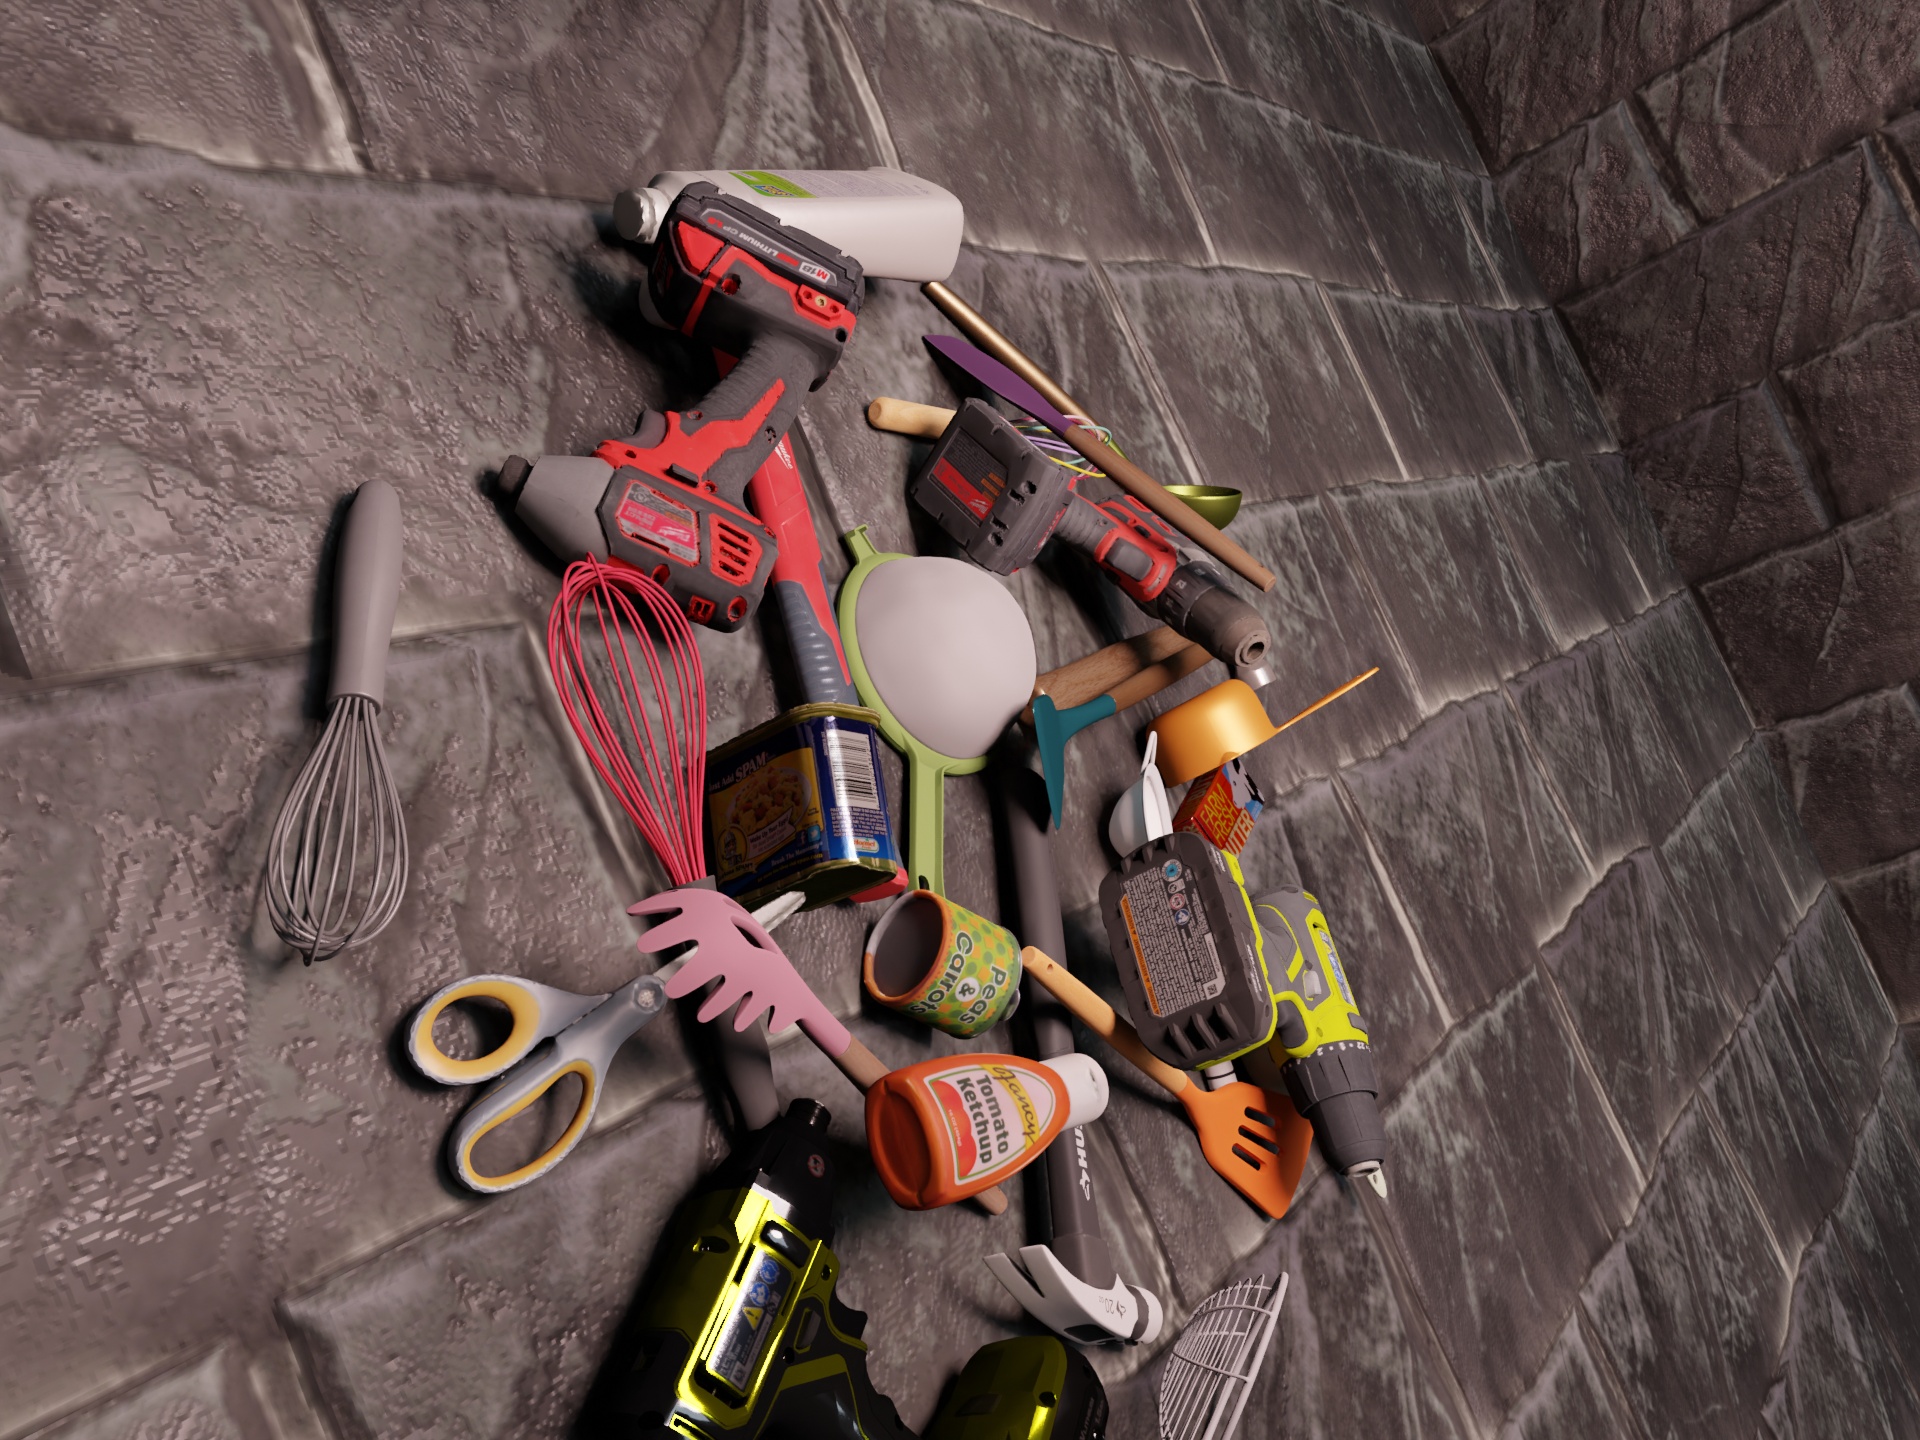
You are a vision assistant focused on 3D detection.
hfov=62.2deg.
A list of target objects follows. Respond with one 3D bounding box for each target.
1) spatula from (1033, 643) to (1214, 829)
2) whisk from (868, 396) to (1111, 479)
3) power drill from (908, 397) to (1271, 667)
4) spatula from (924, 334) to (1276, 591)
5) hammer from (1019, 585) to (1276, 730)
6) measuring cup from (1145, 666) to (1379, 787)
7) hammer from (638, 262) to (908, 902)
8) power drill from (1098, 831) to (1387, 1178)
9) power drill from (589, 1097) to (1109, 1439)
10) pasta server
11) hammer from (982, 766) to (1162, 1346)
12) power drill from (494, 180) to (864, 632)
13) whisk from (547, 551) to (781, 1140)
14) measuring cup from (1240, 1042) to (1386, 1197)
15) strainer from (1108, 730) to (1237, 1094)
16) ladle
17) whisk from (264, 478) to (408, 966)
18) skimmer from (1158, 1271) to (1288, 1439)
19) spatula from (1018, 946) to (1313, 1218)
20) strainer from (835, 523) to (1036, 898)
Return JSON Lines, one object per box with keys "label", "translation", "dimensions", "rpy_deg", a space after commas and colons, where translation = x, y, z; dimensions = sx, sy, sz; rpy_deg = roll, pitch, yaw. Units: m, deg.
{"label": "spatula", "translation": [0.122, -0.016, 1.084], "dimensions": [0.317, 0.044, 0.082], "rpy_deg": [-27, 110, -50]}
{"label": "whisk", "translation": [0.029, -0.203, 1.138], "dimensions": [0.244, 0.051, 0.047], "rpy_deg": [0, 74, -47]}
{"label": "power drill", "translation": [0.096, -0.116, 1.071], "dimensions": [0.226, 0.080, 0.188], "rpy_deg": [19, 21, -41]}
{"label": "spatula", "translation": [0.096, -0.186, 1.107], "dimensions": [0.316, 0.018, 0.059], "rpy_deg": [42, 30, 23]}
{"label": "hammer", "translation": [0.134, -0.050, 1.178], "dimensions": [0.331, 0.031, 0.130], "rpy_deg": [-23, 87, -53]}
{"label": "measuring cup", "translation": [0.214, -0.014, 1.145], "dimensions": [0.052, 0.173, 0.095], "rpy_deg": [61, 2, 3]}
{"label": "hammer", "translation": [-0.083, -0.084, 0.918], "dimensions": [0.143, 0.038, 0.387], "rpy_deg": [4, 64, -48]}
{"label": "power drill", "translation": [0.186, 0.175, 0.981], "dimensions": [0.228, 0.080, 0.191], "rpy_deg": [32, 37, -48]}
{"label": "power drill", "translation": [-0.039, 0.292, 0.712], "dimensions": [0.223, 0.080, 0.171], "rpy_deg": [45, 44, -20]}
{"label": "pasta server", "translation": [-0.052, 0.170, 0.753], "dimensions": [0.315, 0.040, 0.060], "rpy_deg": [55, 1, -42]}
{"label": "hammer", "translation": [0.050, 0.178, 0.915], "dimensions": [0.146, 0.035, 0.335], "rpy_deg": [38, 38, -50]}
{"label": "power drill", "translation": [-0.144, -0.165, 0.839], "dimensions": [0.143, 0.078, 0.220], "rpy_deg": [23, 65, -14]}
{"label": "whisk", "translation": [-0.135, 0.059, 0.761], "dimensions": [0.073, 0.073, 0.296], "rpy_deg": [-13, 84, -53]}
{"label": "measuring cup", "translation": [0.246, 0.265, 1.113], "dimensions": [0.167, 0.038, 0.083], "rpy_deg": [61, 36, -6]}
{"label": "strainer", "translation": [0.143, 0.138, 1.064], "dimensions": [0.087, 0.050, 0.258], "rpy_deg": [4, 70, -72]}
{"label": "ladle", "translation": [0.098, -0.245, 1.237], "dimensions": [0.320, 0.062, 0.078], "rpy_deg": [37, 0, -25]}
{"label": "whisk", "translation": [-0.255, -0.009, 0.667], "dimensions": [0.055, 0.055, 0.239], "rpy_deg": [24, 46, -40]}
{"label": "skimmer", "translation": [0.181, 0.489, 0.848], "dimensions": [0.127, 0.090, 0.363], "rpy_deg": [50, 26, -75]}
{"label": "spatula", "translation": [0.128, 0.211, 0.963], "dimensions": [0.322, 0.041, 0.081], "rpy_deg": [44, 61, -42]}
{"label": "strainer", "translation": [-0.002, -0.003, 0.950], "dimensions": [0.151, 0.069, 0.257], "rpy_deg": [30, 46, -36]}
